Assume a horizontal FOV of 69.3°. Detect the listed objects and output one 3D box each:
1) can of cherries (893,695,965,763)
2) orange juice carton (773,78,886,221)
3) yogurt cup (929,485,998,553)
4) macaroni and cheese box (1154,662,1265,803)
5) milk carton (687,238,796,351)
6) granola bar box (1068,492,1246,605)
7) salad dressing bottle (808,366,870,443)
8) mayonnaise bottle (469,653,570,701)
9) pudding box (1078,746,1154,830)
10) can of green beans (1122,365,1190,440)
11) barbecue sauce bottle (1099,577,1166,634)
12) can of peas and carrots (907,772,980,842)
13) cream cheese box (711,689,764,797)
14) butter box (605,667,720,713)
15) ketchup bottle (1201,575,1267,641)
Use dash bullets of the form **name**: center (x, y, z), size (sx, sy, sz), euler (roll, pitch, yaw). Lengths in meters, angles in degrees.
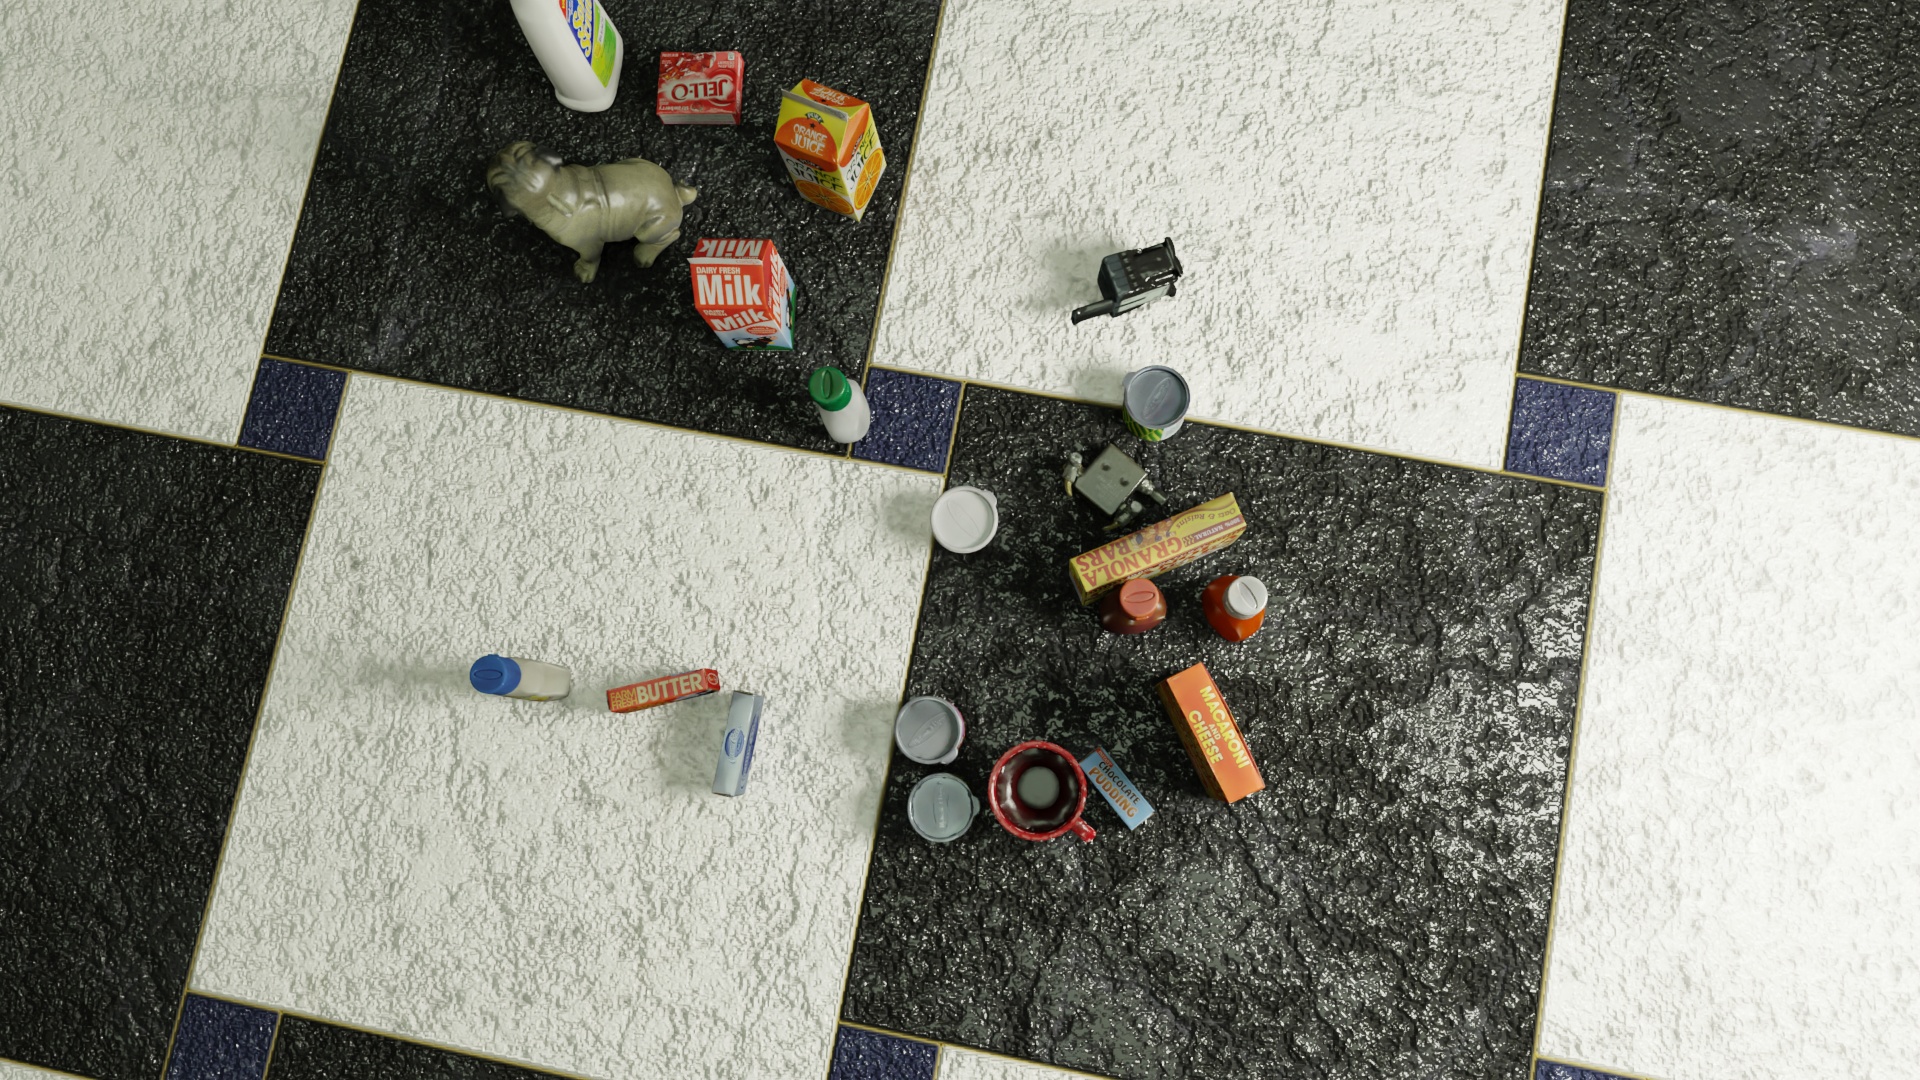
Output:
- **can of cherries**: center (-0.029, 0.190, 1.374), size (0.071, 0.058, 0.071), euler (-1, 81, 4)
- **orange juice carton**: center (-0.132, -0.401, 1.408), size (0.072, 0.192, 0.073), euler (24, 84, 7)
- **yogurt cup**: center (0.005, -0.018, 1.407), size (0.072, 0.054, 0.072), euler (-1, 81, 4)
- **macaroni and cheese box**: center (0.231, 0.180, 1.303), size (0.040, 0.166, 0.124), euler (-26, 80, 0)
- **milk carton**: center (-0.216, -0.249, 1.390), size (0.072, 0.190, 0.073), euler (1, 82, 4)
- **granola bar box**: center (0.189, 0.011, 1.355), size (0.165, 0.124, 0.039), euler (-23, 81, 0)
- **salad dressing bottle**: center (-0.121, -0.138, 1.387), size (0.044, 0.147, 0.064), euler (0, 81, 4)
- **mayonnaise bottle**: center (-0.435, 0.136, 1.364), size (0.065, 0.148, 0.041), euler (1, 82, 4)
- **pudding box**: center (0.152, 0.241, 1.358), size (0.030, 0.049, 0.084), euler (-39, 81, -2)
- **can of green beans**: center (0.198, -0.139, 1.412), size (0.071, 0.057, 0.071), euler (-1, 81, 4)
- **barbecue sauce bottle**: center (0.168, 0.063, 1.335), size (0.065, 0.148, 0.044), euler (-9, 81, 3)
- **can of peas and carrots**: center (-0.014, 0.260, 1.361), size (0.071, 0.058, 0.071), euler (-1, 81, 4)
- **cream cheese box**: center (-0.221, 0.203, 1.387), size (0.024, 0.053, 0.104), euler (10, 82, 5)
- **butter box**: center (-0.299, 0.152, 1.400), size (0.103, 0.053, 0.024), euler (-13, 81, 2)
- **ketchup bottle**: center (0.264, 0.061, 1.329), size (0.043, 0.148, 0.065), euler (-32, 81, -1)
